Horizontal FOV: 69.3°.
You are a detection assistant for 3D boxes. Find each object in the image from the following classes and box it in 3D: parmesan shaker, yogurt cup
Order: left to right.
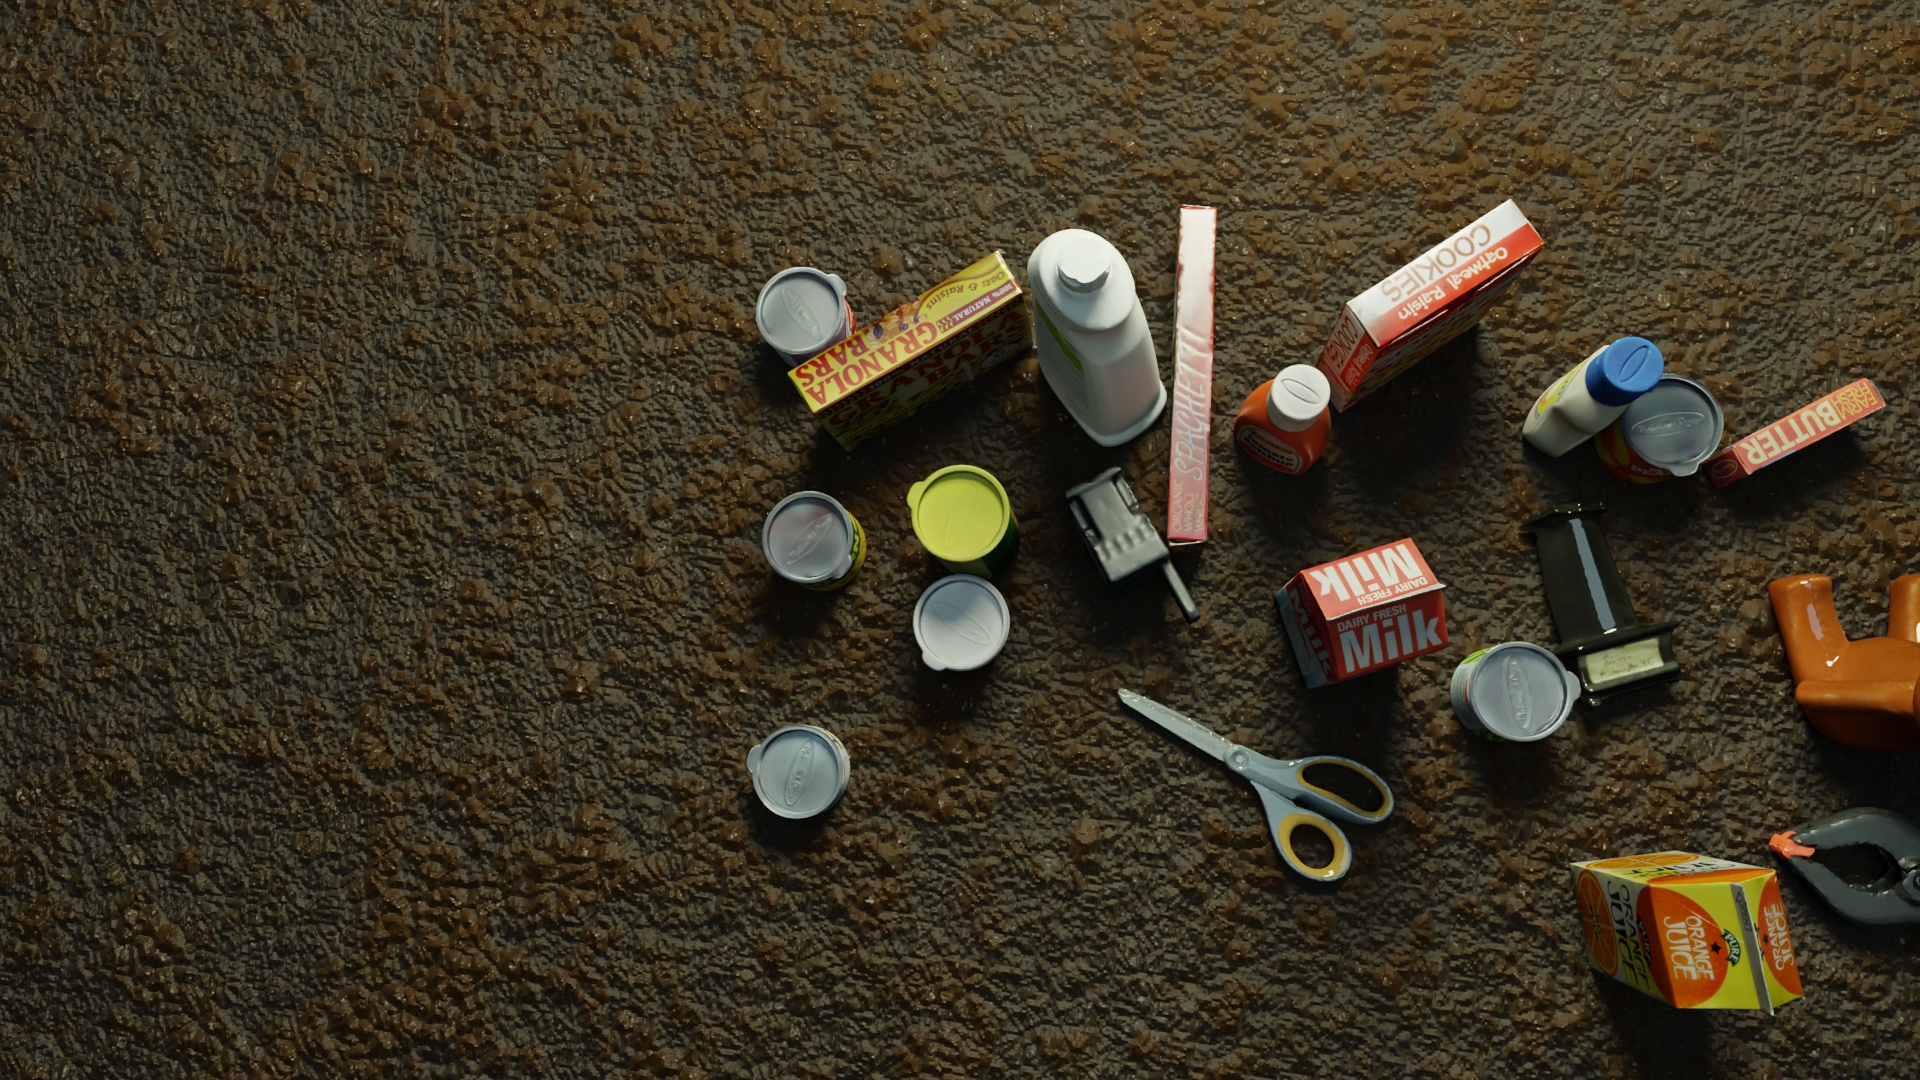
[{"bbox_3d":[0.003,0.061,0.994,0.072,0.054,0.072,-1,81,6],"label":"yogurt cup"},{"bbox_3d":[0.003,-0.012,0.980,0.071,0.103,0.071,-1,81,7],"label":"parmesan shaker"}]

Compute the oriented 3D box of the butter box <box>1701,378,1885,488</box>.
[{"bbox_3d":[0.568,-0.073,0.951,0.103,0.053,0.024,-27,80,2],"label":"butter box"}]

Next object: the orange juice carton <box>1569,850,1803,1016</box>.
[{"bbox_3d":[0.443,0.236,0.845,0.073,0.192,0.072,-8,81,5],"label":"orange juice carton"}]

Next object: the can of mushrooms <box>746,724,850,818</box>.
[{"bbox_3d":[-0.116,0.165,1.001,0.071,0.033,0.071,-1,81,6],"label":"can of mushrooms"}]

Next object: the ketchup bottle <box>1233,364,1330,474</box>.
[{"bbox_3d":[0.222,-0.084,0.943,0.065,0.148,0.043,32,86,10],"label":"ketchup bottle"}]

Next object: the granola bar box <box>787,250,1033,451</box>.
[{"bbox_3d":[-0.030,-0.130,0.992,0.165,0.124,0.039,-30,79,1],"label":"granola bar box"}]

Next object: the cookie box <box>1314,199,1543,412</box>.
[{"bbox_3d":[0.309,-0.152,0.935,0.123,0.167,0.040,-33,79,1],"label":"cookie box"}]

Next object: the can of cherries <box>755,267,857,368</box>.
[{"bbox_3d":[-0.112,-0.165,1.040,0.071,0.058,0.071,-1,81,6],"label":"can of cherries"}]

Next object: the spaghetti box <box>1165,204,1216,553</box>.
[{"bbox_3d":[0.167,-0.115,1.005,0.029,0.050,0.250,2,81,7],"label":"spaghetti box"}]

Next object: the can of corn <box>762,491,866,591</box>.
[{"bbox_3d":[-0.103,0.003,1.013,0.071,0.058,0.071,-1,81,6],"label":"can of corn"}]

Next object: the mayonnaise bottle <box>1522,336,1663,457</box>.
[{"bbox_3d":[0.421,-0.098,0.923,0.041,0.148,0.065,37,87,10],"label":"mayonnaise bottle"}]

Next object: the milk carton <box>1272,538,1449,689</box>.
[{"bbox_3d":[0.258,0.049,0.897,0.072,0.190,0.073,-18,80,4],"label":"milk carton"}]

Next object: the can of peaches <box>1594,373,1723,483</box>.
[{"bbox_3d":[0.480,-0.074,0.959,0.071,0.058,0.071,-1,81,6],"label":"can of peaches"}]

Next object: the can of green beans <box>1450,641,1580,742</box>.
[{"bbox_3d":[0.373,0.104,0.943,0.071,0.058,0.071,-1,81,6],"label":"can of green beans"}]
